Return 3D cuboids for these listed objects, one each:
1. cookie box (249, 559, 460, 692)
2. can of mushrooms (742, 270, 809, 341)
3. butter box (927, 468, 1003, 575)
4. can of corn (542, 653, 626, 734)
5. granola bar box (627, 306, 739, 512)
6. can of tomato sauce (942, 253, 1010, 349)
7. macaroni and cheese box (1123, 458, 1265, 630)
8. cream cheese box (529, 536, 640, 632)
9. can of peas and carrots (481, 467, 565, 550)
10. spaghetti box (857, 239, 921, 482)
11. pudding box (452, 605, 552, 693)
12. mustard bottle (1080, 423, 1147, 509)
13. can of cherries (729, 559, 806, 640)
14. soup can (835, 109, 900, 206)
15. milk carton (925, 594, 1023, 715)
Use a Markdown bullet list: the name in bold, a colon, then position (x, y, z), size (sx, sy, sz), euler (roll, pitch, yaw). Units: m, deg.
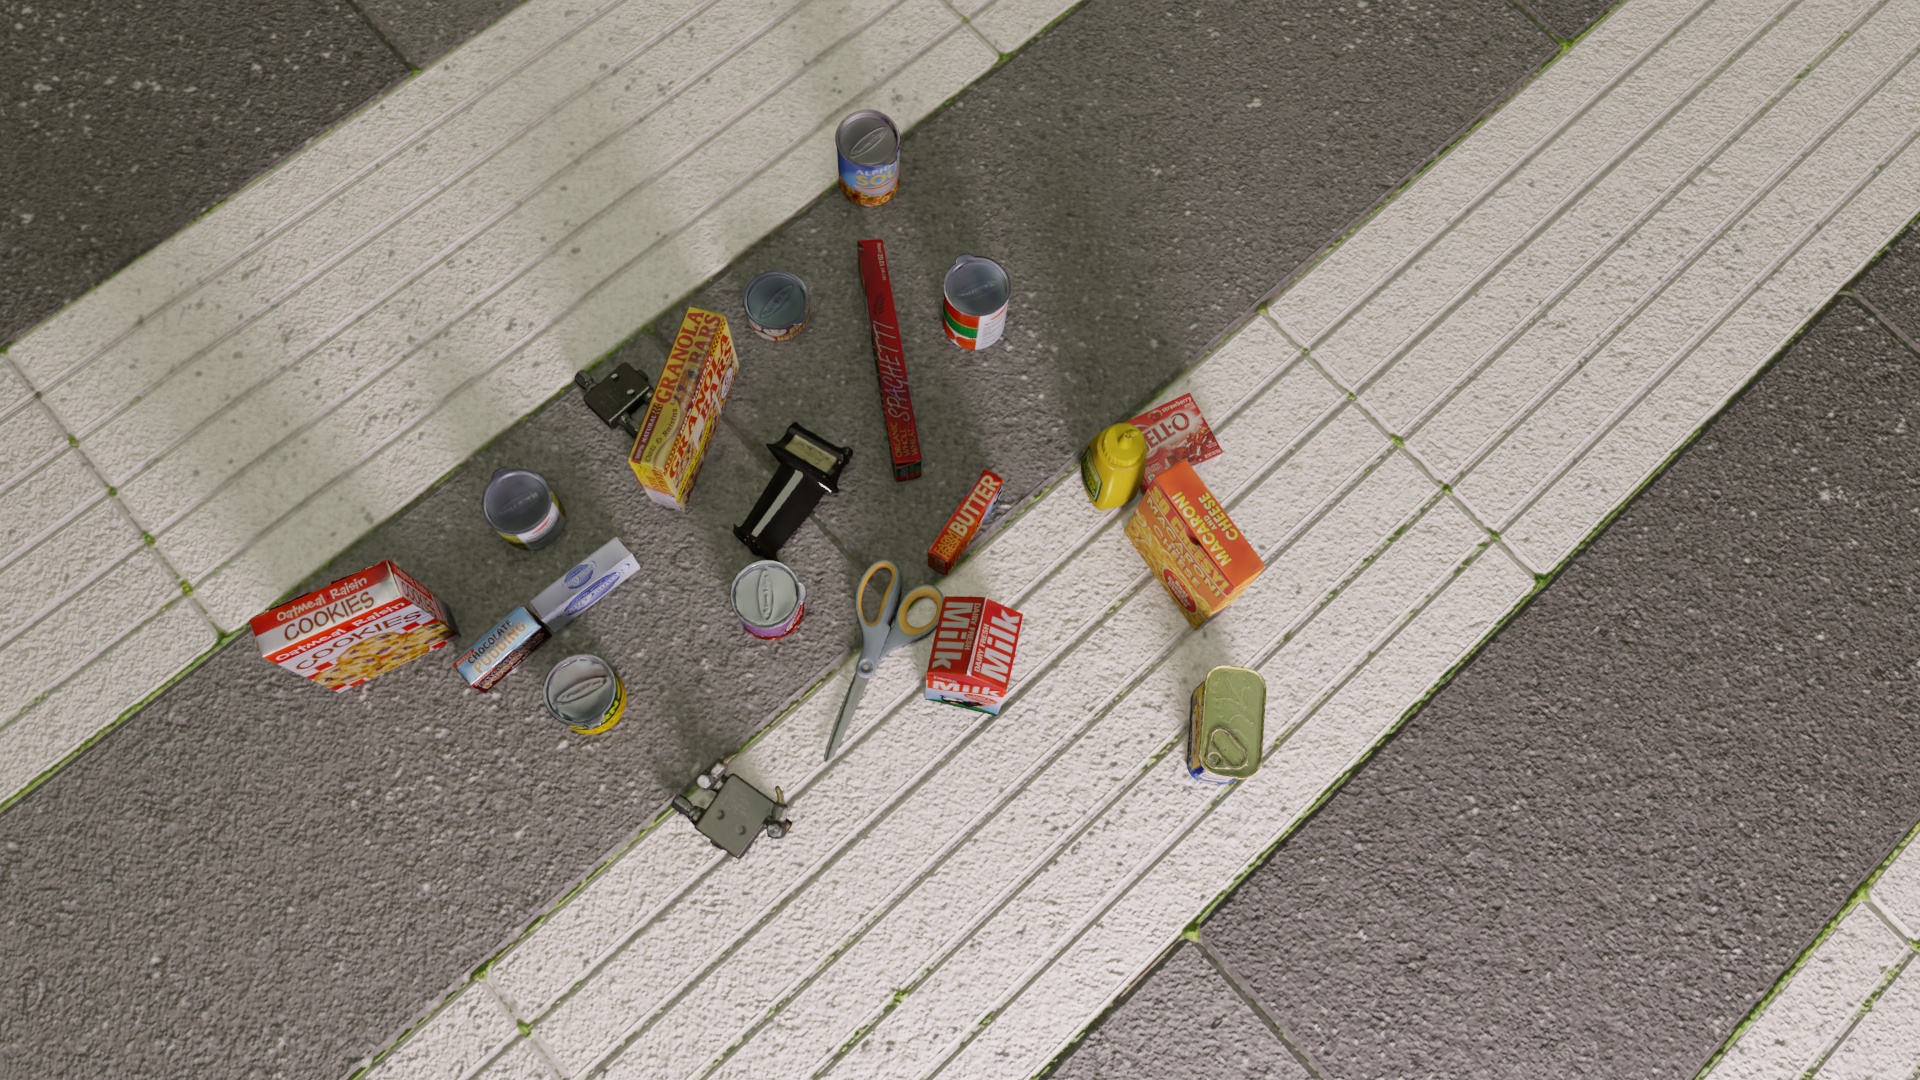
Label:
- **cookie box**: position (-0.536, 0.078, 1.243), size (0.123, 0.167, 0.040), euler (-25, 76, -9)
- **can of mushrooms**: position (-0.186, -0.239, 1.425), size (0.071, 0.033, 0.071), euler (1, 73, -2)
- **butter box**: position (0.005, -0.017, 1.355), size (0.024, 0.053, 0.104), euler (32, 74, 7)
- **can of corn**: position (-0.346, 0.145, 1.287), size (0.071, 0.058, 0.071), euler (1, 73, -2)
- **granola bar box**: position (-0.265, -0.125, 1.340), size (0.039, 0.124, 0.166), euler (17, 73, 3)
- **can of tomato sauce**: position (0.014, -0.241, 1.409), size (0.071, 0.083, 0.071), euler (1, 73, -2)
- **macaroni and cheese box**: position (0.214, 0.008, 1.297), size (0.040, 0.166, 0.124), euler (-32, 77, -11)
- **cream cheese box**: position (-0.356, 0.042, 1.321), size (0.104, 0.053, 0.024), euler (-39, 79, -13)
- **can of peas and carrots**: position (-0.421, -0.031, 1.338), size (0.071, 0.058, 0.071), euler (1, 73, -2)
- **spaghetti box**: position (-0.073, -0.183, 1.404), size (0.029, 0.050, 0.250), euler (-9, 74, -5)
- **pudding box**: position (-0.429, 0.102, 1.302), size (0.084, 0.049, 0.030), euler (-42, 79, -13)
- **mustard bottle**: position (0.148, -0.078, 1.324), size (0.049, 0.159, 0.065), euler (-16, 75, -7)
- **can of cherries**: position (-0.180, 0.058, 1.321), size (0.071, 0.058, 0.071), euler (1, 73, -2)
- **soup can**: position (-0.094, -0.396, 1.451), size (0.071, 0.083, 0.071), euler (1, 73, -2)
- **milk carton**: position (0.011, 0.103, 1.247), size (0.073, 0.190, 0.072), euler (13, 73, 1)
